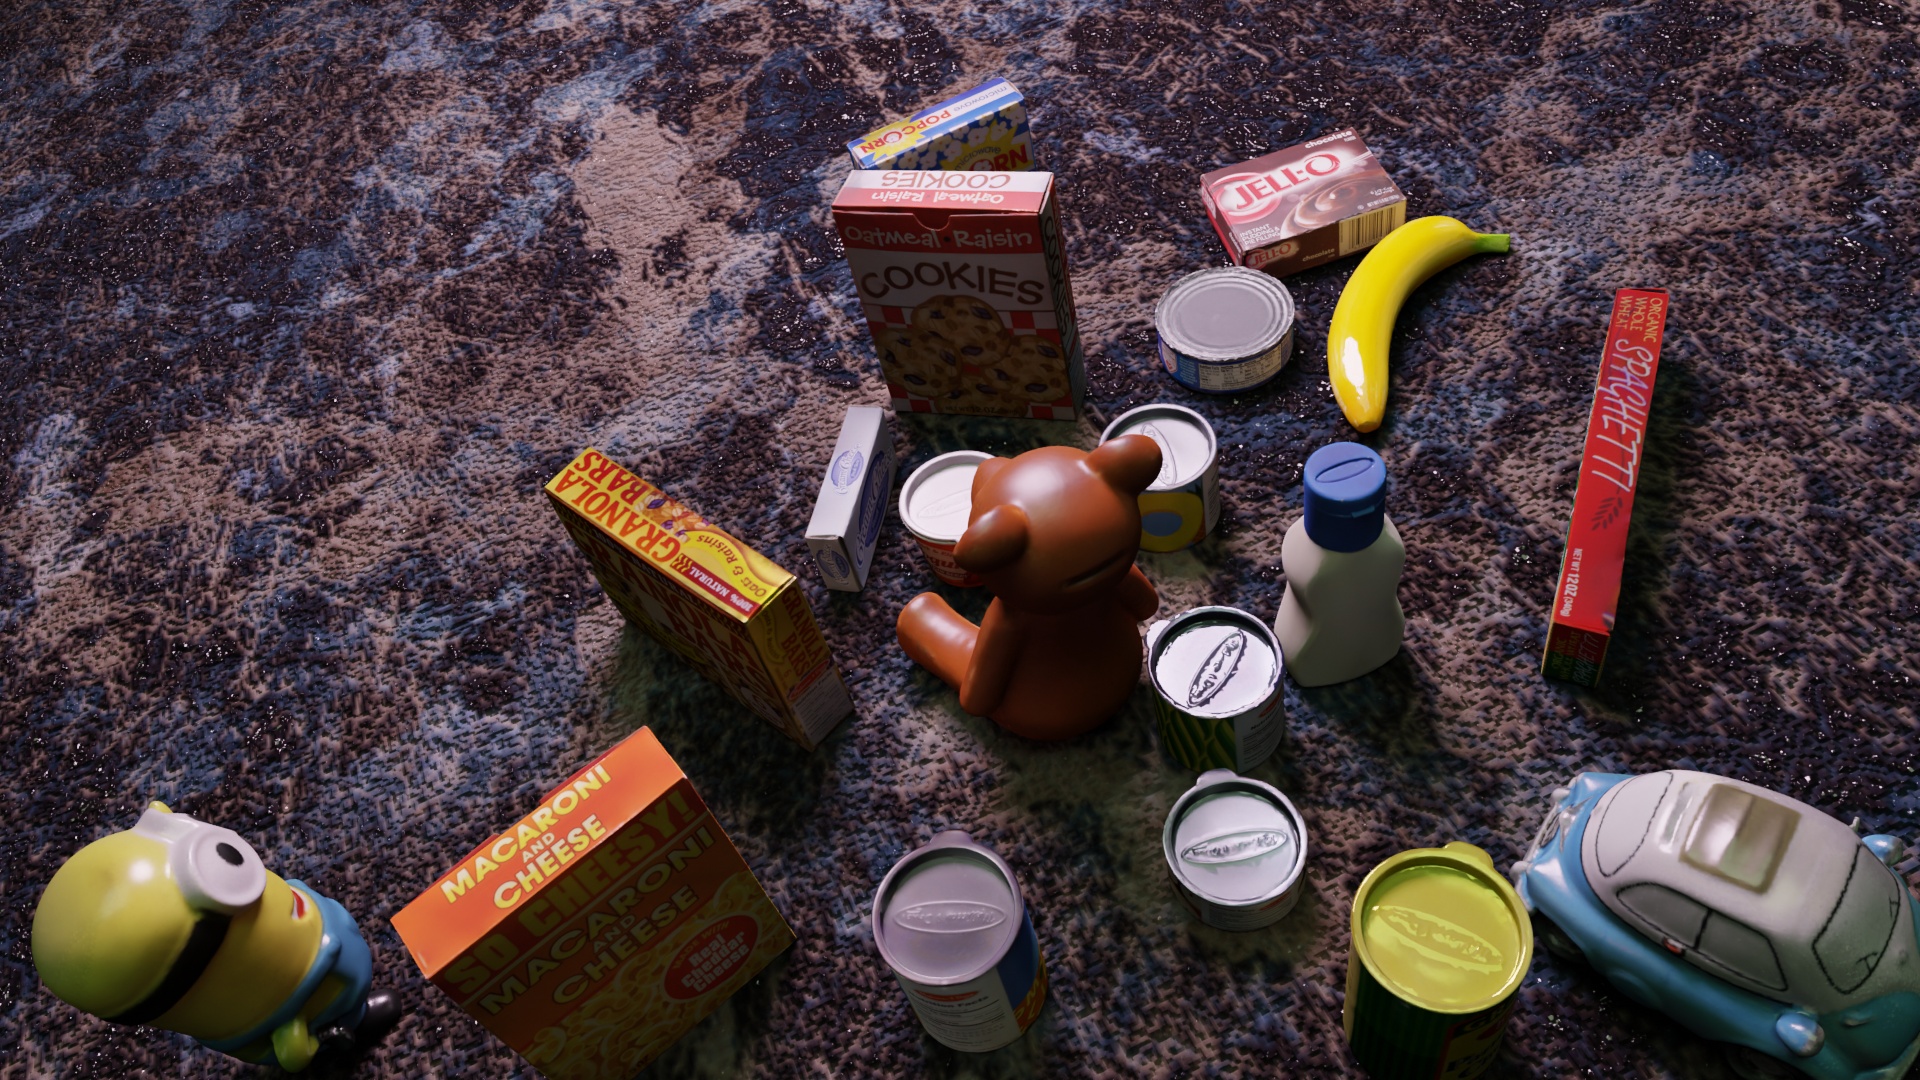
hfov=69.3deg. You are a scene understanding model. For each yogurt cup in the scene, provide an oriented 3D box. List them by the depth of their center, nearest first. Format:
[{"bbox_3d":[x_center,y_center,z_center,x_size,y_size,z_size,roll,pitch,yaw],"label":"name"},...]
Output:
[{"bbox_3d":[0.003,-0.010,0.800,0.072,0.053,0.073,-7,50,8],"label":"yogurt cup"}]

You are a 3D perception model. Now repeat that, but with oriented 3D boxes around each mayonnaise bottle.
[{"bbox_3d":[0.186,0.014,0.677,0.065,0.147,0.041,-19,50,-2],"label":"mayonnaise bottle"}]

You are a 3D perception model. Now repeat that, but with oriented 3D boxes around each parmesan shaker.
[{"bbox_3d":[0.194,0.177,0.569,0.071,0.102,0.072,-7,50,8],"label":"parmesan shaker"}]

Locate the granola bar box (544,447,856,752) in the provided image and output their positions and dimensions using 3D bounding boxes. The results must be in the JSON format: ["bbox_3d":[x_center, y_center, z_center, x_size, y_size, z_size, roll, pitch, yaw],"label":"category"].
[{"bbox_3d":[-0.141,0.032,0.753,0.166,0.123,0.039,29,63,31],"label":"granola bar box"}]

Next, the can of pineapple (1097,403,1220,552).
[{"bbox_3d":[0.113,-0.035,0.793,0.071,0.057,0.071,-7,50,8],"label":"can of pineapple"}]

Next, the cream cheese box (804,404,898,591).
[{"bbox_3d":[-0.063,-0.026,0.829,0.024,0.053,0.104,2,52,15],"label":"cream cheese box"}]

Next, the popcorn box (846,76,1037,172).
[{"bbox_3d":[-0.010,-0.265,0.993,0.127,0.084,0.038,-26,50,-9],"label":"popcorn box"}]

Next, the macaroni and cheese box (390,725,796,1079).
[{"bbox_3d":[-0.153,0.171,0.613,0.124,0.165,0.040,-38,53,-18],"label":"macaroni and cheese box"}]

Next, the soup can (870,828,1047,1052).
[{"bbox_3d":[0.002,0.181,0.624,0.071,0.083,0.072,-7,50,8],"label":"soup can"}]

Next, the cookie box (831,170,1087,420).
[{"bbox_3d":[0.004,-0.144,0.836,0.123,0.166,0.040,5,53,17],"label":"cookie box"}]

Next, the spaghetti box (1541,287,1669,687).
[{"bbox_3d":[0.348,-0.037,0.745,0.029,0.050,0.251,12,55,22],"label":"spaghetti box"}]

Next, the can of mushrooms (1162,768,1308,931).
[{"bbox_3d":[0.129,0.146,0.656,0.071,0.033,0.071,-6,50,8],"label":"can of mushrooms"}]

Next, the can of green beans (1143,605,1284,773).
[{"bbox_3d":[0.129,0.076,0.698,0.071,0.057,0.071,-7,50,8],"label":"can of green beans"}]
